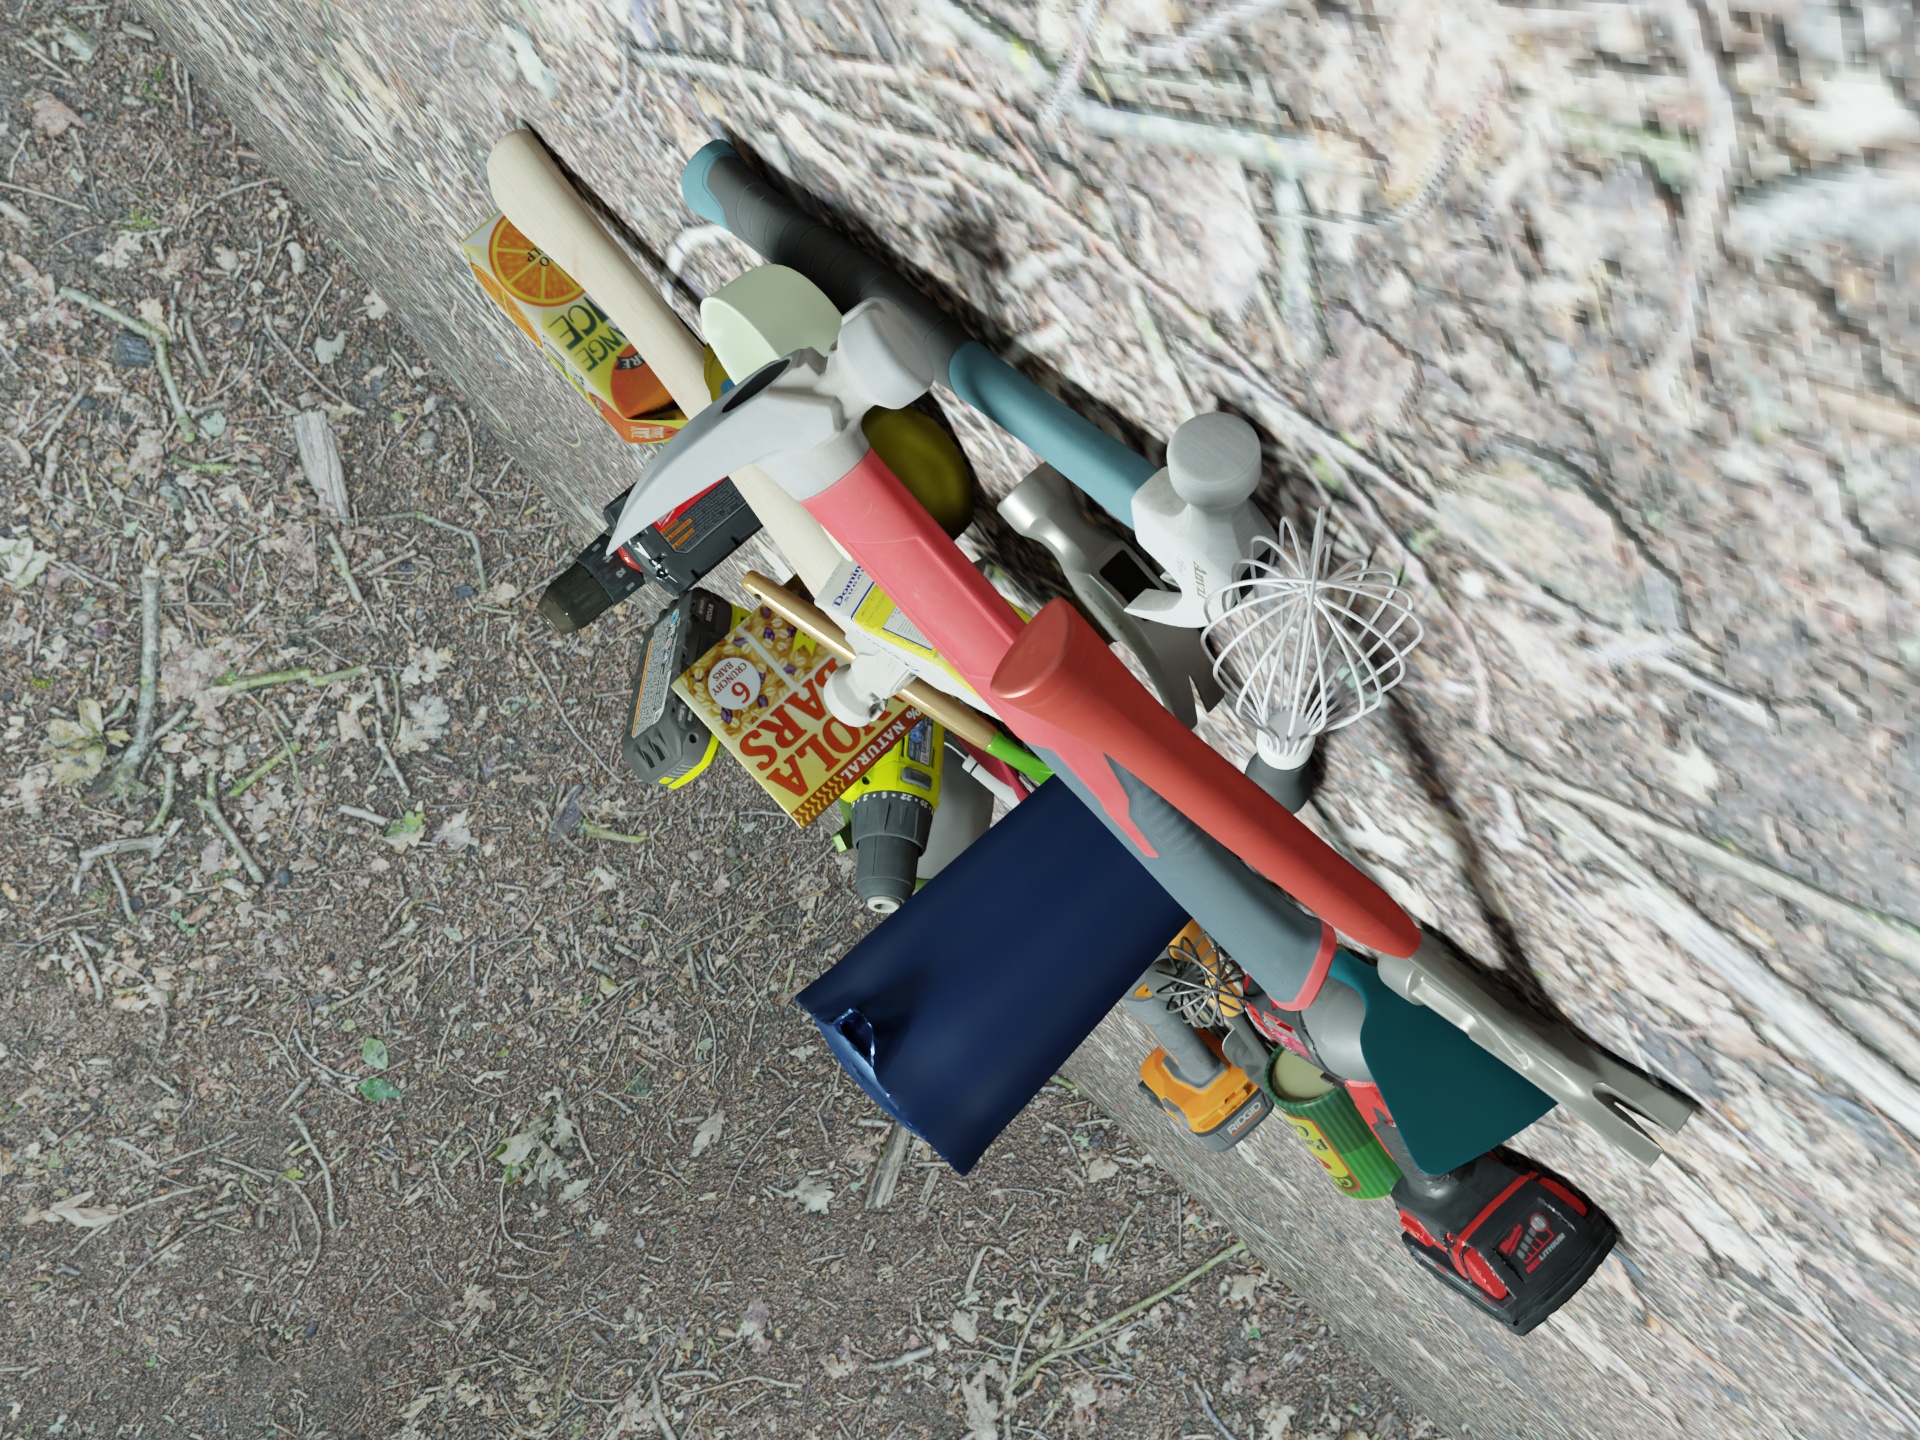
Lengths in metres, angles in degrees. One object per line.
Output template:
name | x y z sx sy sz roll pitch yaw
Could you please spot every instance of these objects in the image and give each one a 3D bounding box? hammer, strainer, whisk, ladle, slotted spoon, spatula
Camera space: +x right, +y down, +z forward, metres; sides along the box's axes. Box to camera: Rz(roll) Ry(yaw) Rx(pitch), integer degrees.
hammer | 0.140 0.063 0.587 0.358 0.037 0.149 36 -179 -38
strainer | 0.018 0.081 1.306 0.256 0.152 0.069 31 143 -29
hammer | 0.181 0.187 1.121 0.127 0.034 0.336 37 168 49
whisk | 0.135 0.158 0.969 0.055 0.055 0.239 46 173 6
hammer | -0.006 -0.147 0.629 0.331 0.033 0.128 42 168 28
hammer | -0.144 -0.193 0.929 0.411 0.038 0.146 52 136 8
strainer | 0.006 0.025 1.237 0.258 0.050 0.087 39 -152 7
hammer | 0.031 0.009 0.665 0.386 0.143 0.038 46 -152 -29
ladle | 0.058 0.072 1.073 0.069 0.031 0.316 57 179 -33
slotted spoon | -0.002 -0.003 0.984 0.314 0.031 0.070 33 148 -2
whisk | 0.124 -0.001 0.598 0.070 0.070 0.284 44 174 18
hammer | 0.054 -0.035 0.822 0.130 0.031 0.331 47 171 1
spatula | 0.187 0.128 0.832 0.044 0.082 0.318 63 172 -19

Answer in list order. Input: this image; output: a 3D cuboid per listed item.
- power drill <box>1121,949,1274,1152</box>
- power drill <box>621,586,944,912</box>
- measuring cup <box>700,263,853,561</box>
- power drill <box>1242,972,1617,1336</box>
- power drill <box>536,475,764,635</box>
power drill | 0.159 0.244 1.353 0.226 0.084 0.164 55 168 -20
power drill | -0.112 0.019 1.108 0.228 0.191 0.080 22 147 -29
measuring cup | -0.060 -0.130 0.697 0.083 0.038 0.167 41 166 30
power drill | 0.254 0.222 0.874 0.219 0.078 0.143 52 170 -12
power drill | -0.231 -0.136 1.192 0.080 0.188 0.227 51 166 -13
